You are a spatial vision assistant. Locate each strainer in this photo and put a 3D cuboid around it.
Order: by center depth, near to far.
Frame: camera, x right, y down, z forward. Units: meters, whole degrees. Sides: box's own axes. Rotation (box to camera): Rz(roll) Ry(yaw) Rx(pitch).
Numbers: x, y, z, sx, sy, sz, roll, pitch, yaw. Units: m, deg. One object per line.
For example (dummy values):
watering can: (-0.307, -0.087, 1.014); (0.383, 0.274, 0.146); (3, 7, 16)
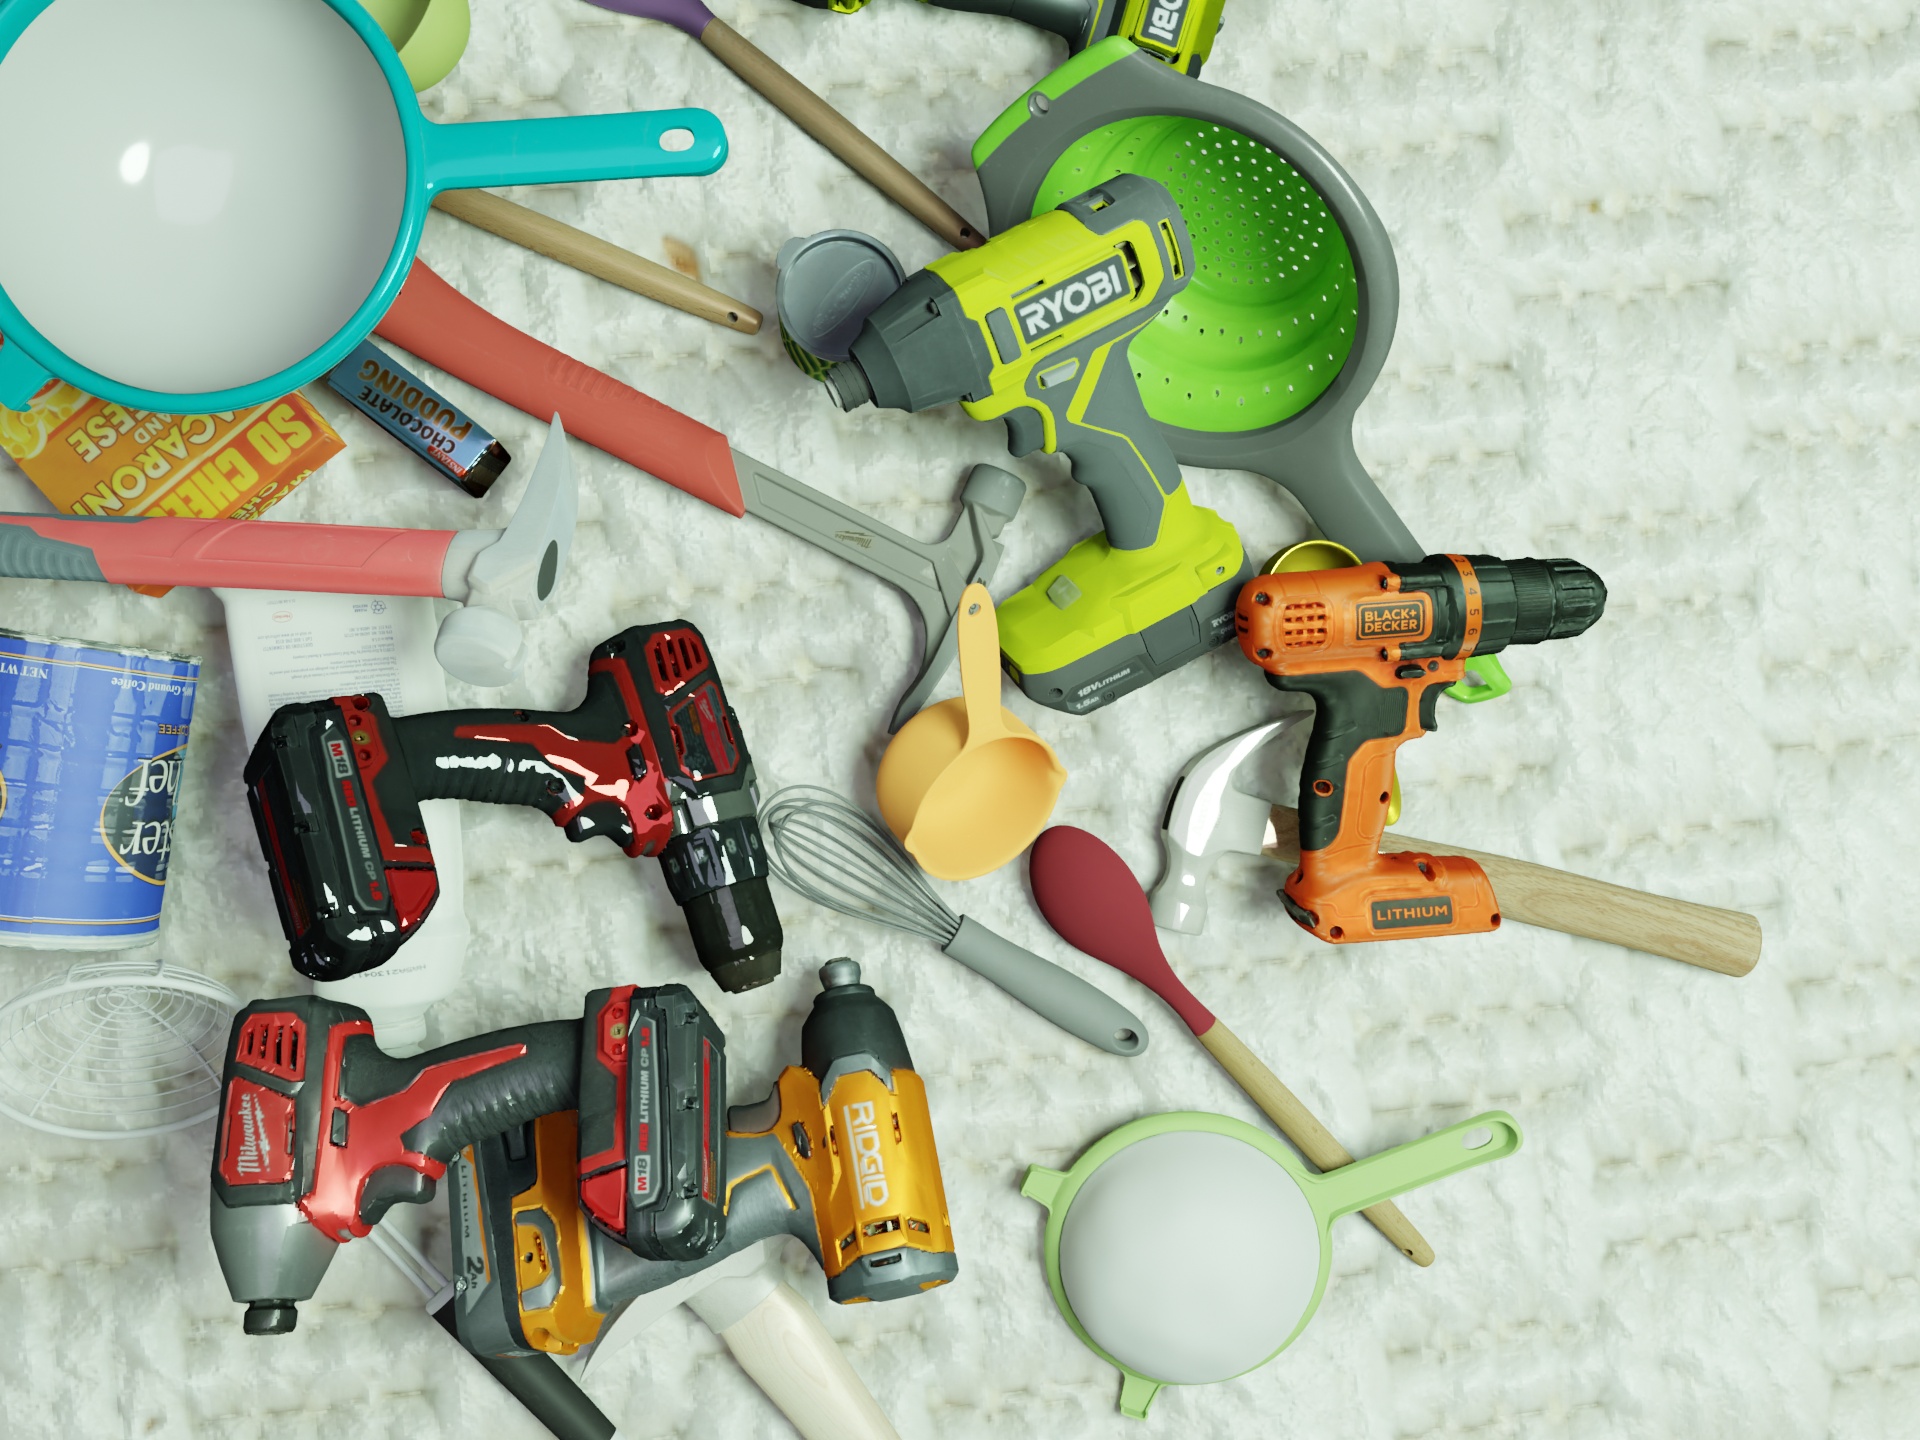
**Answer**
strainer: (-0.273, -0.244, 0.732); (0.340, 0.095, 0.211); (-4, 91, -2)
strainer: (0.167, 0.260, 0.800); (0.256, 0.069, 0.151); (-23, 97, 6)

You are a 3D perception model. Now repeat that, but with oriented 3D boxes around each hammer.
hammer: (-0.373, -0.090, 0.735); (0.386, 0.038, 0.143); (3, 53, 5)
hammer: (-0.153, -0.132, 0.811); (0.359, 0.037, 0.149); (26, 87, -6)
hammer: (-0.019, 0.432, 0.819); (0.146, 0.038, 0.410); (-38, 93, -3)
hammer: (0.271, 0.082, 0.852); (0.331, 0.031, 0.130); (13, 89, -5)

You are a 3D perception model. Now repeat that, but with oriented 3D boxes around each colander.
colander: (0.176, -0.176, 0.814); (0.396, 0.204, 0.094); (49, 51, -18)

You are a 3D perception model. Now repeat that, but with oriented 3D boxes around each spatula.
spatula: (-0.252, -0.257, 0.801); (0.317, 0.044, 0.082); (21, 118, -7)
spatula: (-0.112, -0.342, 0.828); (0.316, 0.018, 0.060); (38, 87, -2)

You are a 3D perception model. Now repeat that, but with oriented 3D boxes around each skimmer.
skimmer: (-0.307, 0.254, 0.768); (0.127, 0.090, 0.363); (-42, 95, 20)

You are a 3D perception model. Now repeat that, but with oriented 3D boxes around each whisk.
whisk: (-0.001, 0.108, 0.822); (0.239, 0.055, 0.055); (32, 87, -8)

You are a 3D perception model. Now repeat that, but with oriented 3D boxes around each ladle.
ladle: (-0.401, -0.369, 0.785); (0.320, 0.062, 0.078); (10, 75, -2)
ladle: (0.145, 0.178, 0.835); (0.315, 0.069, 0.031); (47, 48, -8)

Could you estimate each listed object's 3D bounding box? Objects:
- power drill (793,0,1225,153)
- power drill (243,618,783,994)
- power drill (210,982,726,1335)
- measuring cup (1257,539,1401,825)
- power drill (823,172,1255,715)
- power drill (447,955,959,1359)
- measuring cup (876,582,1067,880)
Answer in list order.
power drill: (0.035, -0.417, 0.814); (0.228, 0.080, 0.190); (16, 88, -7)
power drill: (-0.193, 0.057, 0.742); (0.226, 0.080, 0.188); (-13, 80, -36)
power drill: (-0.218, 0.189, 0.700); (0.219, 0.078, 0.143); (-4, 66, 1)
measuring cup: (0.195, -0.018, 0.821); (0.062, 0.029, 0.156); (-22, 102, -8)
power drill: (0.046, -0.121, 0.757); (0.171, 0.080, 0.223); (-28, 124, -6)
power drill: (-0.125, 0.211, 0.771); (0.226, 0.084, 0.164); (-12, 66, 0)
measuring cup: (-0.001, -0.002, 0.776); (0.095, 0.052, 0.173); (-22, 131, -23)
